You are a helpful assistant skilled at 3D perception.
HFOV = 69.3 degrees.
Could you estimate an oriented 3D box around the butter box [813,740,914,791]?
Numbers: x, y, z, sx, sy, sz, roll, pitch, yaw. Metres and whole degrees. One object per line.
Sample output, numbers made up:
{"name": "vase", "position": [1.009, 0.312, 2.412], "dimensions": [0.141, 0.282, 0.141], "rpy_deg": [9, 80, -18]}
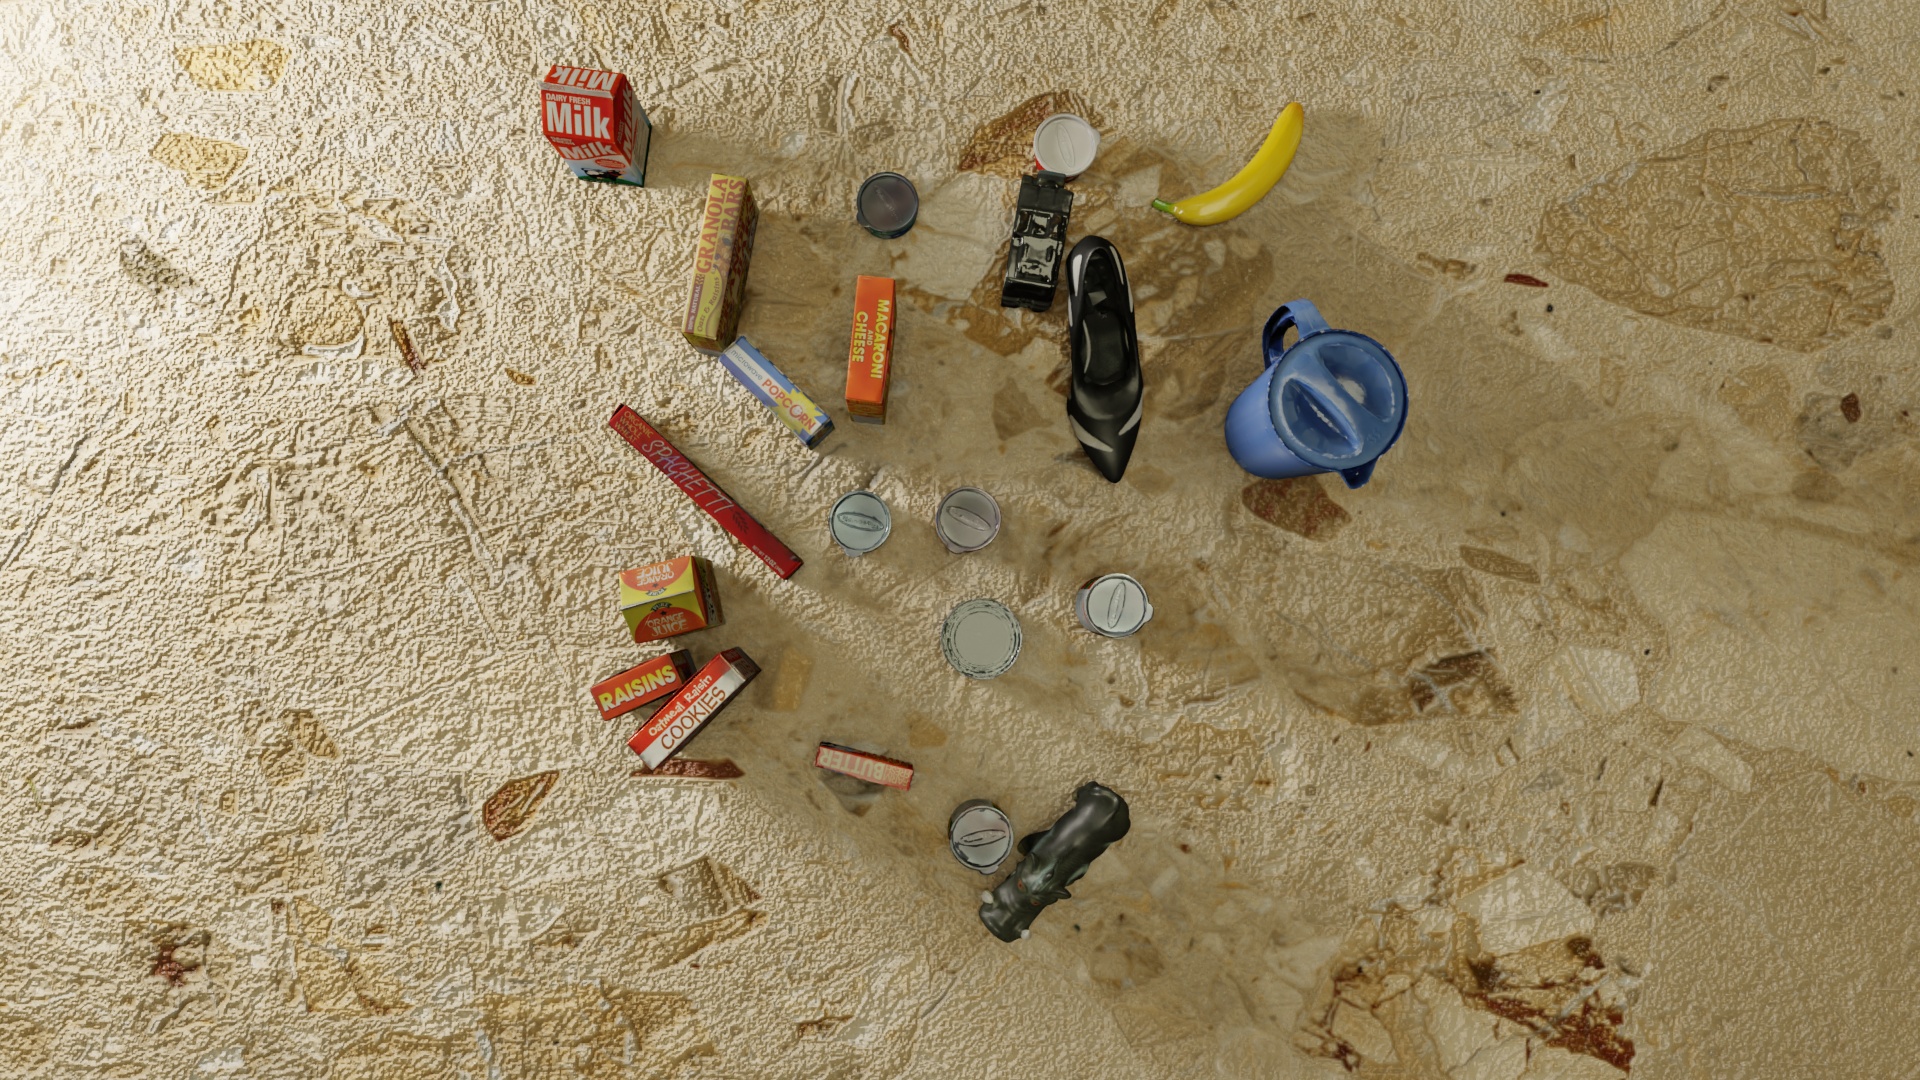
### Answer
{"name": "butter box", "position": [-0.100, 0.234, 1.445], "dimensions": [0.103, 0.053, 0.024], "rpy_deg": [15, 87, -2]}

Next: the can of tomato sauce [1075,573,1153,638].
{"name": "can of tomato sauce", "position": [0.159, 0.068, 1.452], "dimensions": [0.071, 0.083, 0.071], "rpy_deg": [0, 87, -3]}

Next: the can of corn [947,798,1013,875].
{"name": "can of corn", "position": [0.021, 0.307, 1.444], "dimensions": [0.071, 0.058, 0.071], "rpy_deg": [0, 87, -3]}

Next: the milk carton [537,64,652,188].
{"name": "milk carton", "position": [-0.367, -0.421, 1.398], "dimensions": [0.072, 0.190, 0.073], "rpy_deg": [7, 87, -2]}

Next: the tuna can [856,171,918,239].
{"name": "tuna can", "position": [-0.080, -0.357, 1.488], "dimensions": [0.071, 0.033, 0.071], "rpy_deg": [0, 87, -3]}

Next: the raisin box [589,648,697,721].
{"name": "raisin box", "position": [-0.316, 0.144, 1.404], "dimensions": [0.086, 0.123, 0.040], "rpy_deg": [-24, 89, -4]}

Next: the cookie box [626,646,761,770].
{"name": "cookie box", "position": [-0.262, 0.163, 1.383], "dimensions": [0.123, 0.167, 0.040], "rpy_deg": [-45, 90, -4]}

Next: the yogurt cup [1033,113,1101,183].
{"name": "yogurt cup", "position": [0.110, -0.417, 1.490], "dimensions": [0.072, 0.054, 0.072], "rpy_deg": [0, 87, -3]}

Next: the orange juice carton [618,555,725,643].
{"name": "orange juice carton", "position": [-0.285, 0.058, 1.375], "dimensions": [0.072, 0.192, 0.073], "rpy_deg": [-13, 88, -3]}

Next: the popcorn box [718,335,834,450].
{"name": "popcorn box", "position": [-0.190, -0.152, 1.445], "dimensions": [0.127, 0.085, 0.038], "rpy_deg": [43, 86, 0]}

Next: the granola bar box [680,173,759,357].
{"name": "granola bar box", "position": [-0.246, -0.279, 1.430], "dimensions": [0.039, 0.124, 0.165], "rpy_deg": [10, 87, -2]}

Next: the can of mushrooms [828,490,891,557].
{"name": "can of mushrooms", "position": [-0.107, -0.017, 1.468], "dimensions": [0.071, 0.033, 0.071], "rpy_deg": [0, 87, -3]}

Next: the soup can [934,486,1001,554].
{"name": "soup can", "position": [0.005, -0.018, 1.448], "dimensions": [0.071, 0.083, 0.071], "rpy_deg": [0, 87, -3]}

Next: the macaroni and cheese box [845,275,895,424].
{"name": "macaroni and cheese box", "position": [-0.089, -0.190, 1.412], "dimensions": [0.040, 0.166, 0.123], "rpy_deg": [6, 87, -2]}

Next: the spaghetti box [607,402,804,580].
{"name": "spaghetti box", "position": [-0.266, -0.050, 1.453], "dimensions": [0.250, 0.050, 0.029], "rpy_deg": [41, 86, 0]}
